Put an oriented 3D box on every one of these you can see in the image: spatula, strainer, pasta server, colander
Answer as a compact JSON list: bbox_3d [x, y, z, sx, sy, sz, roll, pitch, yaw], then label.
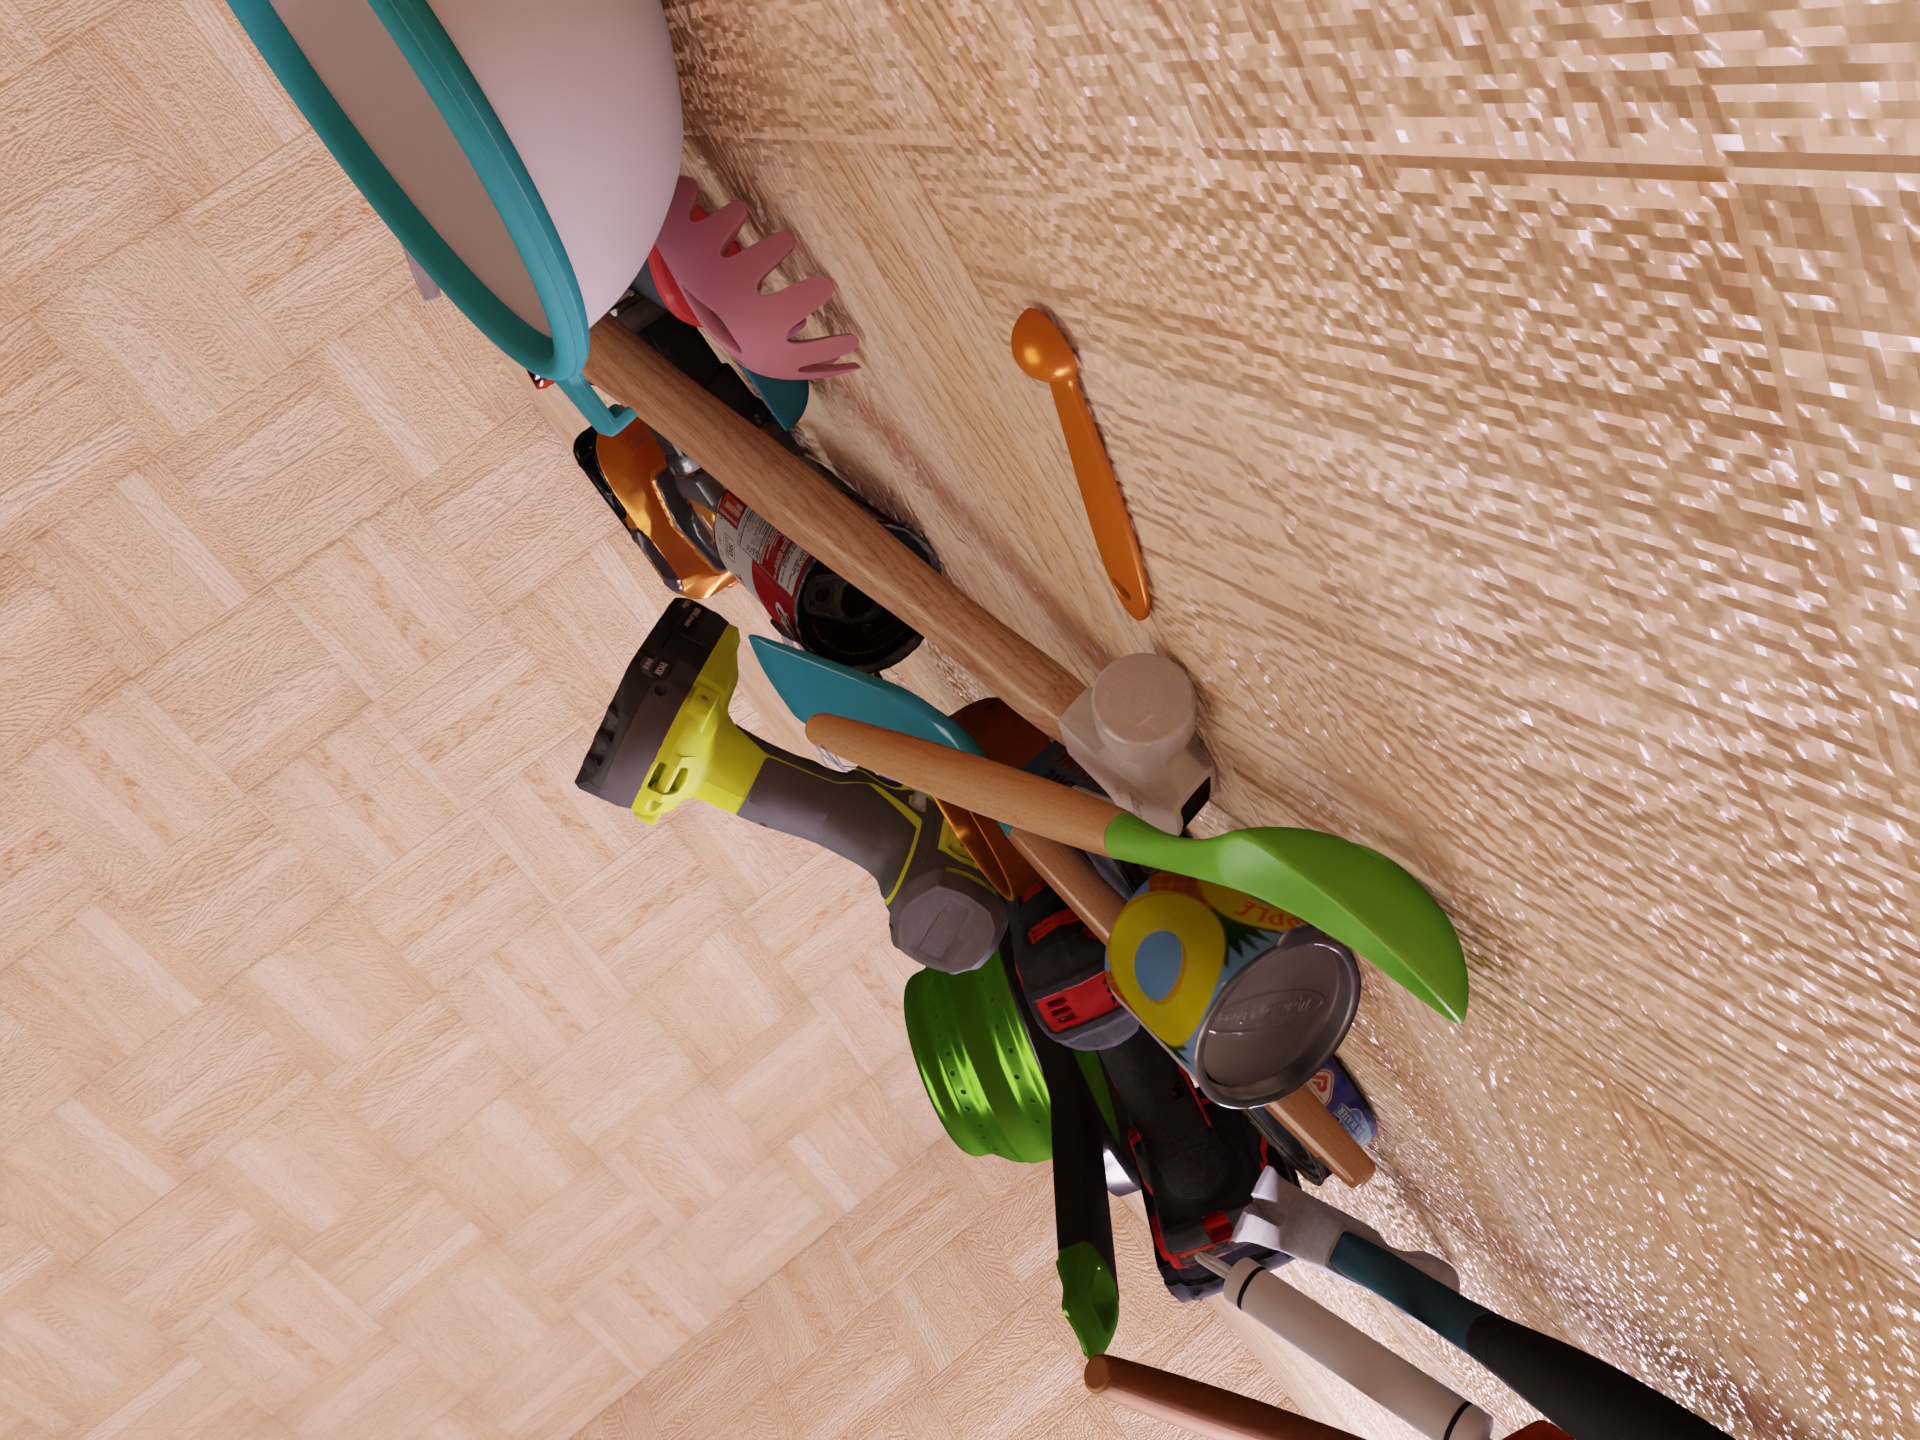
[{"bbox_3d":[0.033,0.066,0.622,0.318,0.044,0.082,45,168,27],"label":"spatula"},{"bbox_3d":[0.186,0.257,0.559,0.259,0.050,0.086,24,-173,40],"label":"strainer"},{"bbox_3d":[0.163,0.275,0.602,0.322,0.041,0.081,32,-178,-33],"label":"spatula"},{"bbox_3d":[-0.146,-0.238,0.416,0.211,0.095,0.340,47,165,15],"label":"strainer"},{"bbox_3d":[-0.139,-0.244,0.570,0.316,0.040,0.060,56,172,9],"label":"pasta server"},{"bbox_3d":[0.026,0.206,0.837,0.397,0.094,0.204,-83,-31,-74],"label":"colander"}]

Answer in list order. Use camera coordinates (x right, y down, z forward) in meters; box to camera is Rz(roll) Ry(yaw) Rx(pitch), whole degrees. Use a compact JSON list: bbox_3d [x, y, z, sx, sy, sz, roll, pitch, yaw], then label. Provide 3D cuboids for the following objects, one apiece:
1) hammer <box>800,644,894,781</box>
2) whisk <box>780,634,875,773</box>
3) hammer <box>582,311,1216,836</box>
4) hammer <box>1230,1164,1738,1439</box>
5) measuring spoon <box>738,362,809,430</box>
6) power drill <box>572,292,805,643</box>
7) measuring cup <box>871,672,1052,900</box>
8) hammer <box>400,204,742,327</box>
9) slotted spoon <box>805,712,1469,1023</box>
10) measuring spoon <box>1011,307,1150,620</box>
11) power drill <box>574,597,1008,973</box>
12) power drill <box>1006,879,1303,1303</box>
[{"bbox_3d":[-0.011,0.083,1.028,0.405,0.035,0.144,60,-150,-16],"label":"hammer"},{"bbox_3d":[-0.111,-0.071,1.049,0.284,0.070,0.070,60,170,-18],"label":"whisk"},{"bbox_3d":[-0.040,-0.065,0.587,0.331,0.031,0.130,39,168,25],"label":"hammer"},{"bbox_3d":[0.196,0.222,0.552,0.128,0.033,0.331,29,172,-11],"label":"hammer"},{"bbox_3d":[-0.089,-0.164,0.676,0.042,0.021,0.129,59,179,-41],"label":"measuring spoon"},{"bbox_3d":[-0.140,-0.137,0.840,0.185,0.084,0.226,56,167,-22],"label":"power drill"},{"bbox_3d":[-0.001,-0.002,0.738,0.174,0.052,0.095,58,171,12],"label":"measuring cup"},{"bbox_3d":[-0.201,-0.229,0.745,0.387,0.038,0.143,36,145,45],"label":"hammer"},{"bbox_3d":[0.034,0.029,0.512,0.070,0.031,0.314,43,164,-35],"label":"slotted spoon"},{"bbox_3d":[0.033,-0.062,0.421,0.021,0.011,0.116,46,170,38],"label":"measuring spoon"},{"bbox_3d":[-0.074,0.029,0.841,0.223,0.080,0.171,27,-155,-8],"label":"power drill"},{"bbox_3d":[0.089,0.160,0.780,0.219,0.078,0.143,61,-172,-21],"label":"power drill"}]
